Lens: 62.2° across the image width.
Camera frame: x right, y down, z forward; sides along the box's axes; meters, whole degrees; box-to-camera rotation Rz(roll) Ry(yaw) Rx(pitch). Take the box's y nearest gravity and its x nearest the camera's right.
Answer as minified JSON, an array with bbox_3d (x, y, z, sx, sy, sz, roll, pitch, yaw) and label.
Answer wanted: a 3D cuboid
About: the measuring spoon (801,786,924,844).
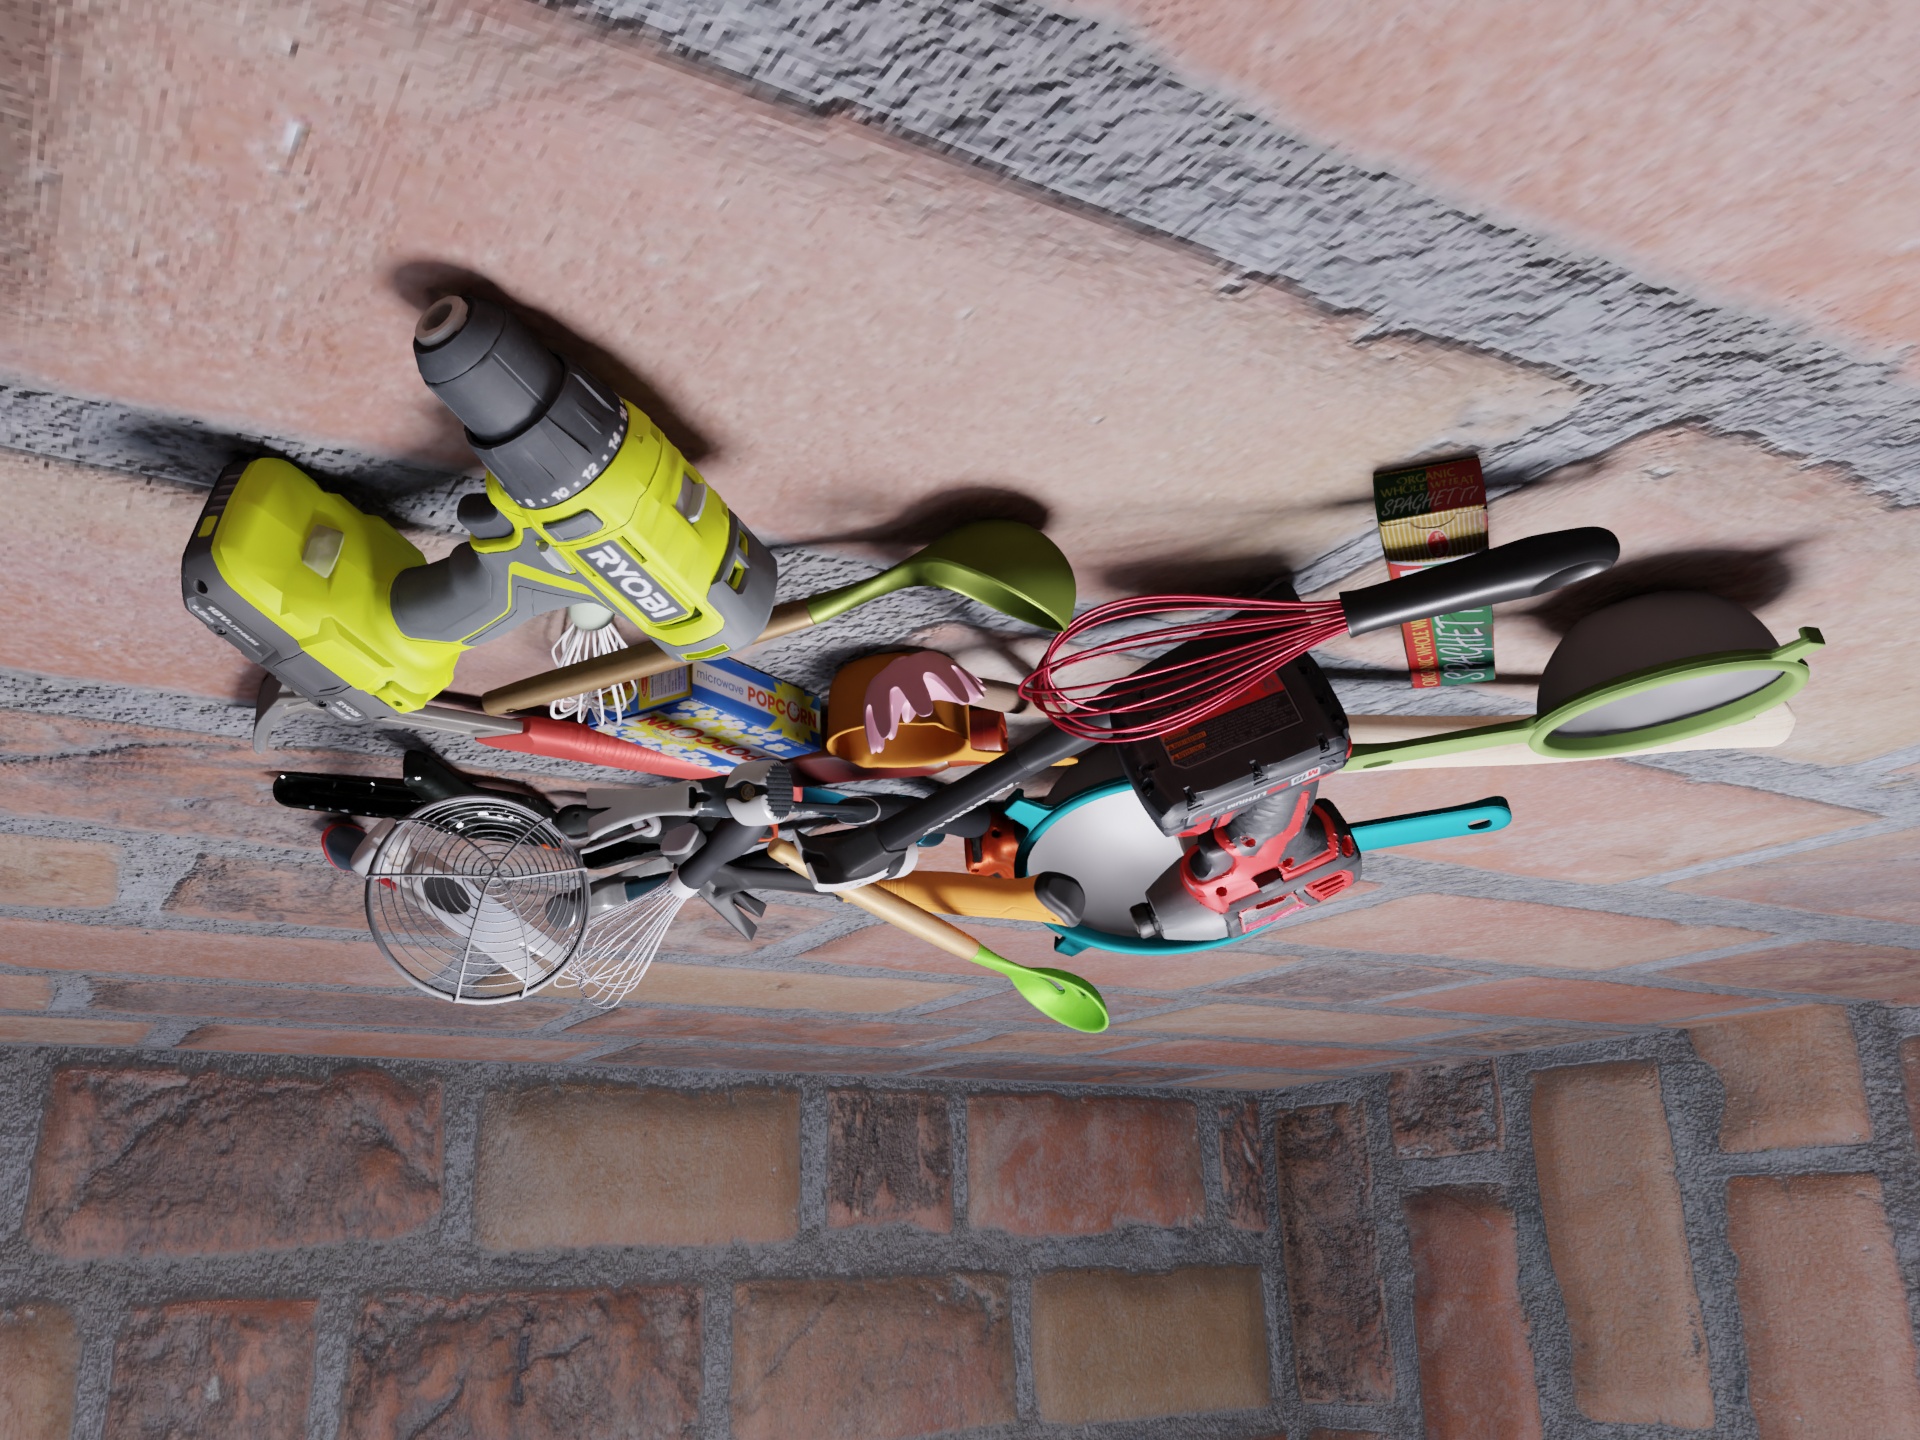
[{"bbox_3d":[-0.087,0.072,1.235,0.128,0.042,0.021,14,149,-20],"label":"measuring spoon"}]

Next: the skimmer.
[{"bbox_3d":[-0.251,0.091,1.044,0.090,0.127,0.363,-38,177,11],"label":"skimmer"}]

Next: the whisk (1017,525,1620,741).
[{"bbox_3d":[0.169,-0.047,0.780,0.296,0.073,0.073,-14,159,14],"label":"whisk"}]

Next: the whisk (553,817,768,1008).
[{"bbox_3d":[-0.220,0.135,1.187,0.070,0.070,0.284,14,138,-38],"label":"whisk"}]

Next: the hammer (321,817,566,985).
[{"bbox_3d":[-0.394,0.116,1.140,0.143,0.038,0.386,42,161,-22],"label":"hammer"}]

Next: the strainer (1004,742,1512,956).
[{"bbox_3d":[0.205,0.063,1.124,0.340,0.095,0.210,-10,138,10],"label":"strainer"}]

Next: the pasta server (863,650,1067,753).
[{"bbox_3d":[0.017,-0.008,0.890,0.060,0.040,0.316,-28,169,15],"label":"pasta server"}]

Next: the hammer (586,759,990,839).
[{"bbox_3d":[-0.085,0.063,1.081,0.149,0.036,0.408,-7,172,25],"label":"hammer"}]

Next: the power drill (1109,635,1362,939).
[{"bbox_3d":[0.155,0.057,0.909,0.143,0.079,0.219,-22,146,1],"label":"power drill"}]

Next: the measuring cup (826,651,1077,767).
[{"bbox_3d":[-0.002,-0.003,0.995,0.173,0.052,0.095,7,160,-29],"label":"measuring cup"}]

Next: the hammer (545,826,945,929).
[{"bbox_3d":[-0.172,0.120,1.325,0.331,0.033,0.128,-13,-177,16],"label":"hammer"}]

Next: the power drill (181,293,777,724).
[{"bbox_3d":[-0.218,-0.082,0.683,0.228,0.080,0.190,-12,143,26],"label":"power drill"}]

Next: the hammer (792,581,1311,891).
[{"bbox_3d":[0.050,0.015,0.916,0.335,0.035,0.146,-30,167,21],"label":"hammer"}]

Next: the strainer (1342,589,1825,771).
[{"bbox_3d":[0.340,-0.023,0.910,0.256,0.069,0.151,-11,162,9],"label":"strainer"}]

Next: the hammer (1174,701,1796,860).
[{"bbox_3d":[0.334,0.020,1.018,0.410,0.038,0.146,-3,120,-8],"label":"hammer"}]

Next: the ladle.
[{"bbox_3d":[-0.098,-0.037,0.808,0.320,0.062,0.078,-15,165,12],"label":"ladle"}]

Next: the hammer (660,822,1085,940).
[{"bbox_3d":[-0.060,0.127,1.163,0.337,0.034,0.127,0,143,32],"label":"hammer"}]

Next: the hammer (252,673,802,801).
[{"bbox_3d":[-0.269,0.015,1.050,0.358,0.037,0.149,11,158,-32],"label":"hammer"}]

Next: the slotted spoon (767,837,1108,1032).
[{"bbox_3d":[-0.009,0.148,1.097,0.313,0.031,0.070,32,152,-33],"label":"slotted spoon"}]

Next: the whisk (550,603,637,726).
[{"bbox_3d":[-0.195,-0.056,0.841,0.058,0.059,0.246,-34,169,-24],"label":"whisk"}]
